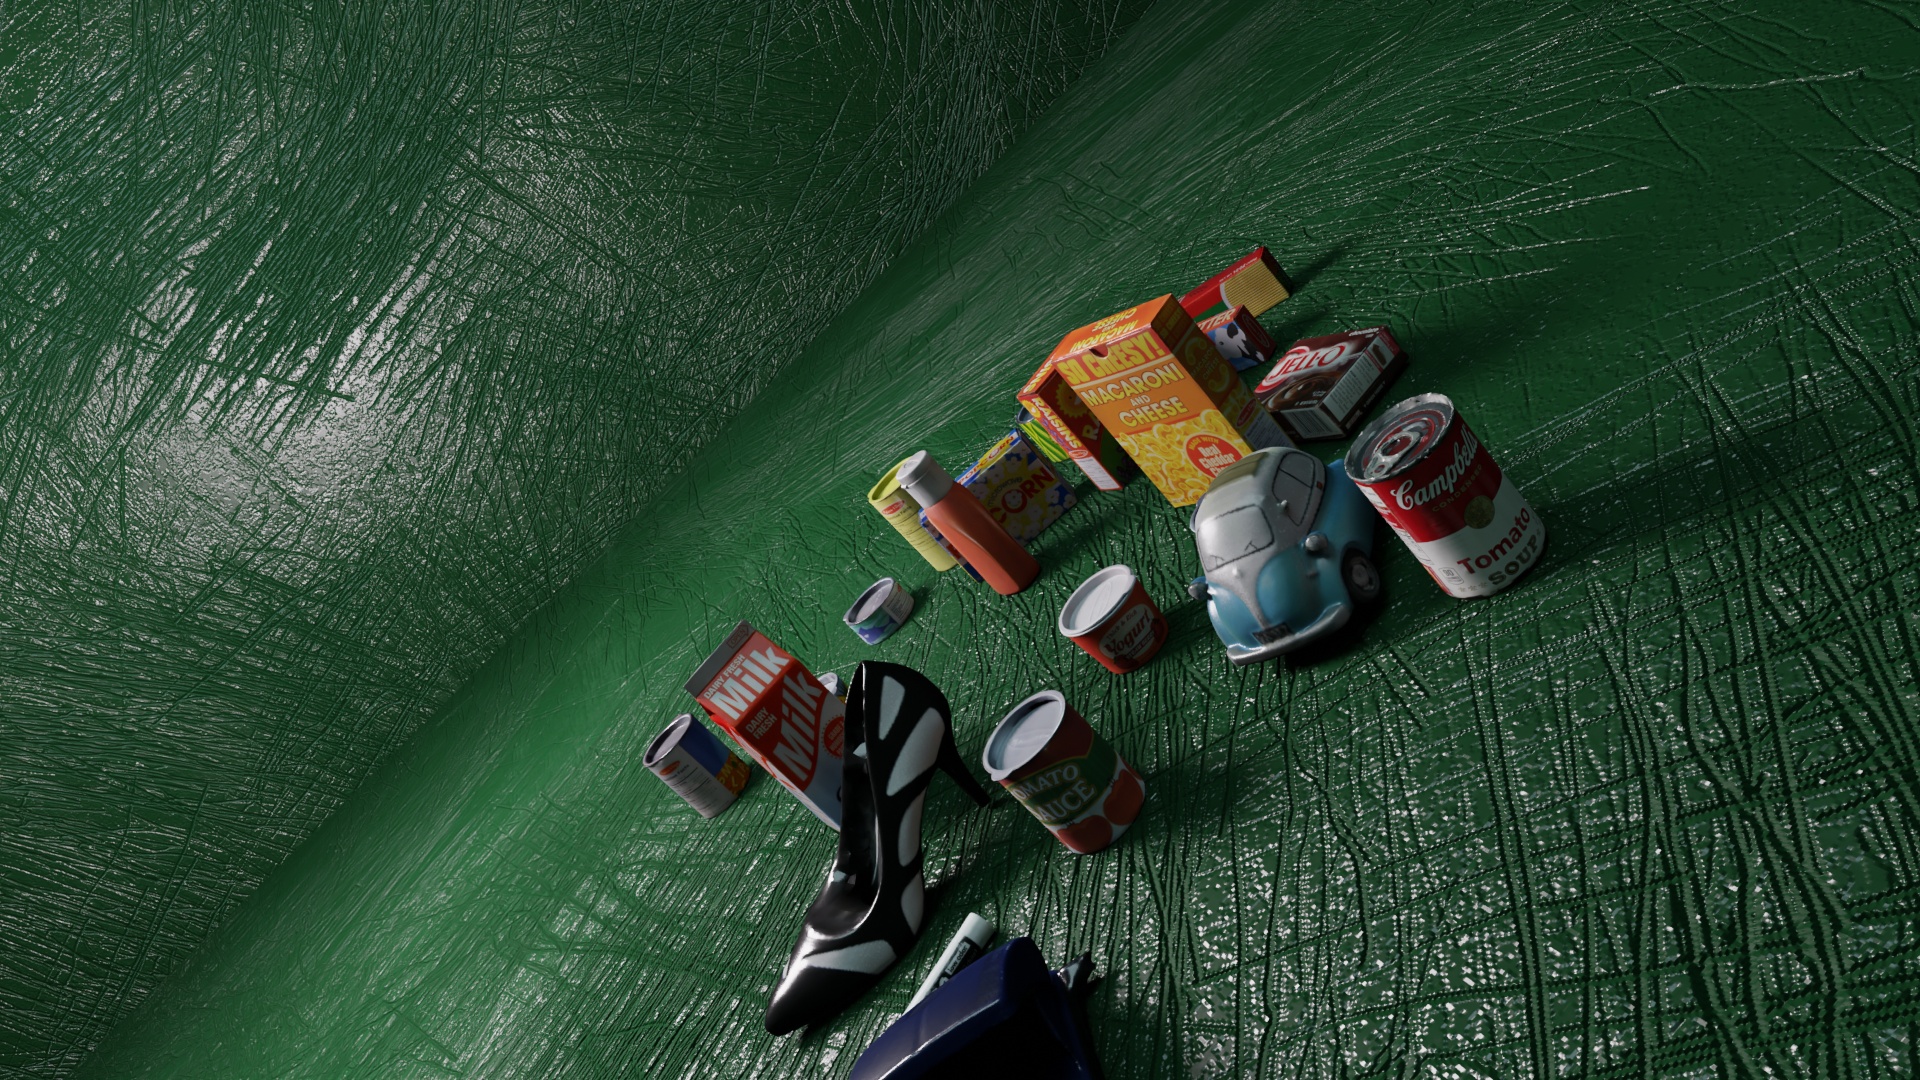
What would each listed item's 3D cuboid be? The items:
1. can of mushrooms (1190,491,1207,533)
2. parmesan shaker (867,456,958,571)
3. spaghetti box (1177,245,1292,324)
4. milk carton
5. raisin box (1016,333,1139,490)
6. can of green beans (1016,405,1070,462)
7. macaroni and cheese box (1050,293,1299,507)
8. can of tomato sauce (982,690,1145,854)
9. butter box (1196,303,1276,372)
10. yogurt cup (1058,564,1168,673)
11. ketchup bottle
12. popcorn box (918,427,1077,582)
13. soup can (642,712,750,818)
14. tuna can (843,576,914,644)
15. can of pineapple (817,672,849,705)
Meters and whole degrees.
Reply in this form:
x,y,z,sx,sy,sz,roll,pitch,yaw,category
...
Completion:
x,y,z,sx,sy,sz,roll,pitch,yaw,category
0.204,-0.019,1.019,0.071,0.033,0.071,-38,20,16,can of mushrooms
-0.035,-0.026,1.405,0.071,0.103,0.071,-38,20,16,parmesan shaker
0.208,-0.201,1.368,0.249,0.050,0.029,-30,23,34,spaghetti box
-0.126,0.150,1.082,0.072,0.190,0.073,-50,20,-17,milk carton
0.121,-0.117,1.253,0.086,0.123,0.040,-51,20,-20,raisin box
0.100,-0.121,1.405,0.071,0.057,0.071,-38,20,16,can of green beans
0.164,-0.102,1.070,0.123,0.166,0.040,-12,36,57,macaroni and cheese box
0.065,0.147,0.871,0.071,0.083,0.071,-38,20,16,can of tomato sauce
0.230,-0.174,1.262,0.103,0.053,0.024,-17,32,52,butter box
0.113,0.059,1.005,0.072,0.054,0.073,-38,20,16,yogurt cup
0.004,-0.015,1.234,0.043,0.148,0.064,-49,19,-14,ketchup bottle
0.034,-0.032,1.306,0.126,0.085,0.038,-40,19,10,popcorn box
-0.257,0.219,1.362,0.071,0.083,0.071,-38,20,16,soup can
-0.083,0.072,1.401,0.071,0.033,0.071,-38,20,16,tuna can
-0.114,0.161,1.238,0.071,0.058,0.071,-38,20,16,can of pineapple
